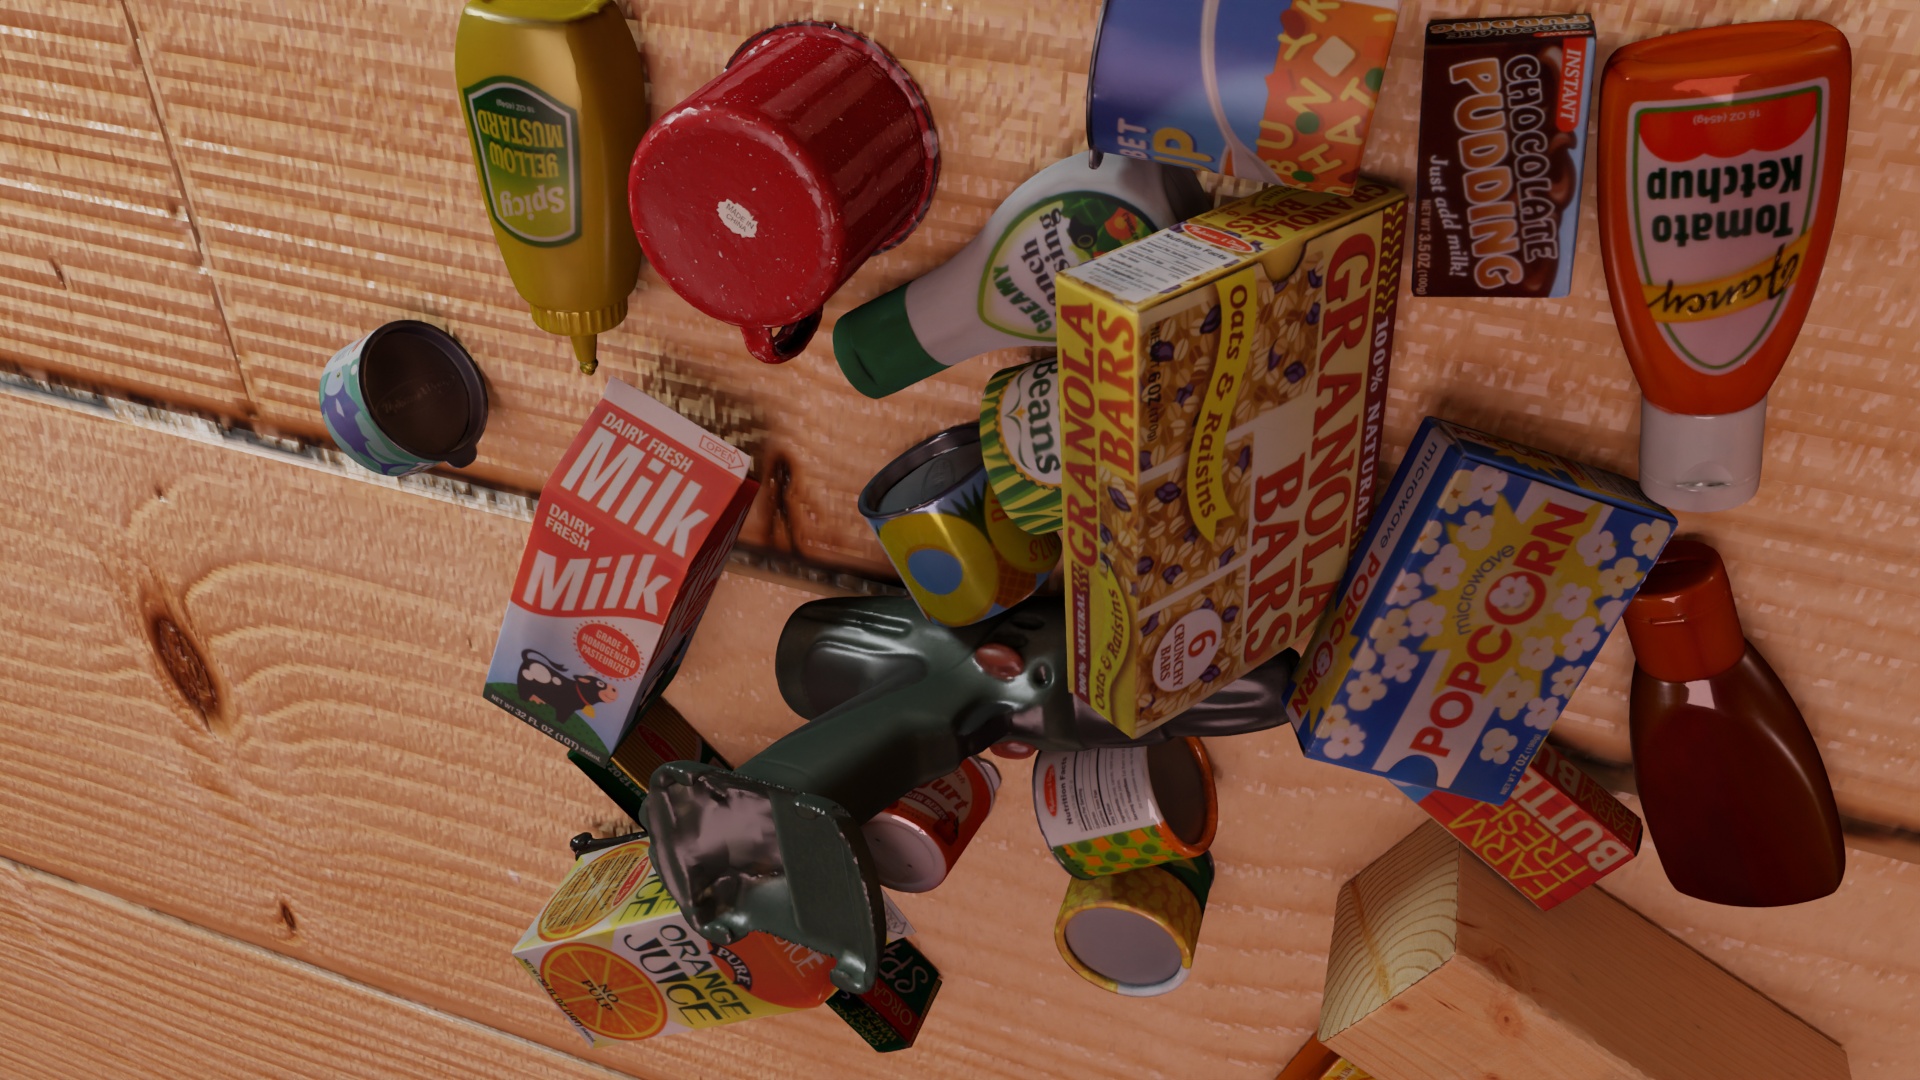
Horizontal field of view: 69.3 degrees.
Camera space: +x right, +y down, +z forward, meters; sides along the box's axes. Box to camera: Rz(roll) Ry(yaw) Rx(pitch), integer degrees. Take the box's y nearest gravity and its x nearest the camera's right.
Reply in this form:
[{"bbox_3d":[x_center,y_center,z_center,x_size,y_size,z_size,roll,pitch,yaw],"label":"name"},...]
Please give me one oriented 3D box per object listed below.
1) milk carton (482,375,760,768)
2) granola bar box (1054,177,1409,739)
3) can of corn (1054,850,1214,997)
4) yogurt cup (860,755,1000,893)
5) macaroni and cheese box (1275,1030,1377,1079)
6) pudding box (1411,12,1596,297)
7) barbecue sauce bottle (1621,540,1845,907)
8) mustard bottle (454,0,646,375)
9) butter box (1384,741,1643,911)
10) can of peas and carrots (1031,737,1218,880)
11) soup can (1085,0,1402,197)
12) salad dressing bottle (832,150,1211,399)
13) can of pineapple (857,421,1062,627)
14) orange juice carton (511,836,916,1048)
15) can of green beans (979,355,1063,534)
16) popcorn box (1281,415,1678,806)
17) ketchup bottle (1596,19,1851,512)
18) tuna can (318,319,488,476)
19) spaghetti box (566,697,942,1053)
[{"bbox_3d":[-0.153,0.011,0.636,0.072,0.074,0.189,30,129,0],"label":"milk carton"},{"bbox_3d":[0.092,-0.028,0.474,0.039,0.125,0.164,33,139,42],"label":"granola bar box"},{"bbox_3d":[0.081,0.172,0.663,0.071,0.058,0.070,11,127,15],"label":"can of corn"},{"bbox_3d":[-0.023,0.135,0.683,0.072,0.054,0.072,12,127,16],"label":"yogurt cup"},{"bbox_3d":[0.246,0.313,0.706,0.166,0.040,0.123,24,130,5],"label":"macaroni and cheese box"},{"bbox_3d":[0.170,-0.119,0.437,0.049,0.030,0.083,4,125,19],"label":"pudding box"},{"bbox_3d":[0.280,0.070,0.517,0.065,0.044,0.148,-10,118,36],"label":"barbecue sauce bottle"},{"bbox_3d":[-0.155,-0.133,0.550,0.065,0.049,0.159,13,127,15],"label":"mustard bottle"},{"bbox_3d":[0.217,0.100,0.566,0.103,0.024,0.052,40,130,6],"label":"butter box"},{"bbox_3d":[0.076,0.114,0.621,0.058,0.071,0.071,-21,113,32],"label":"can of peas and carrots"},{"bbox_3d":[0.087,-0.143,0.430,0.084,0.072,0.071,15,128,12],"label":"soup can"},{"bbox_3d":[0.019,-0.093,0.509,0.147,0.044,0.064,-20,115,33],"label":"salad dressing bottle"},{"bbox_3d":[0.002,-0.007,0.563,0.071,0.071,0.057,-16,117,31],"label":"can of pineapple"},{"bbox_3d":[-0.117,0.185,0.680,0.192,0.073,0.071,-20,113,28],"label":"orange juice carton"},{"bbox_3d":[0.047,-0.039,0.521,0.057,0.071,0.071,-11,119,29],"label":"can of green beans"},{"bbox_3d":[0.181,0.027,0.497,0.085,0.038,0.126,15,114,-13],"label":"popcorn box"},{"bbox_3d":[0.232,-0.080,0.431,0.064,0.044,0.148,-1,123,22],"label":"ketchup bottle"},{"bbox_3d":[-0.250,-0.061,0.629,0.032,0.071,0.071,-16,116,32],"label":"tuna can"},{"bbox_3d":[-0.106,0.180,0.752,0.028,0.050,0.249,-31,108,37],"label":"spaghetti box"}]
